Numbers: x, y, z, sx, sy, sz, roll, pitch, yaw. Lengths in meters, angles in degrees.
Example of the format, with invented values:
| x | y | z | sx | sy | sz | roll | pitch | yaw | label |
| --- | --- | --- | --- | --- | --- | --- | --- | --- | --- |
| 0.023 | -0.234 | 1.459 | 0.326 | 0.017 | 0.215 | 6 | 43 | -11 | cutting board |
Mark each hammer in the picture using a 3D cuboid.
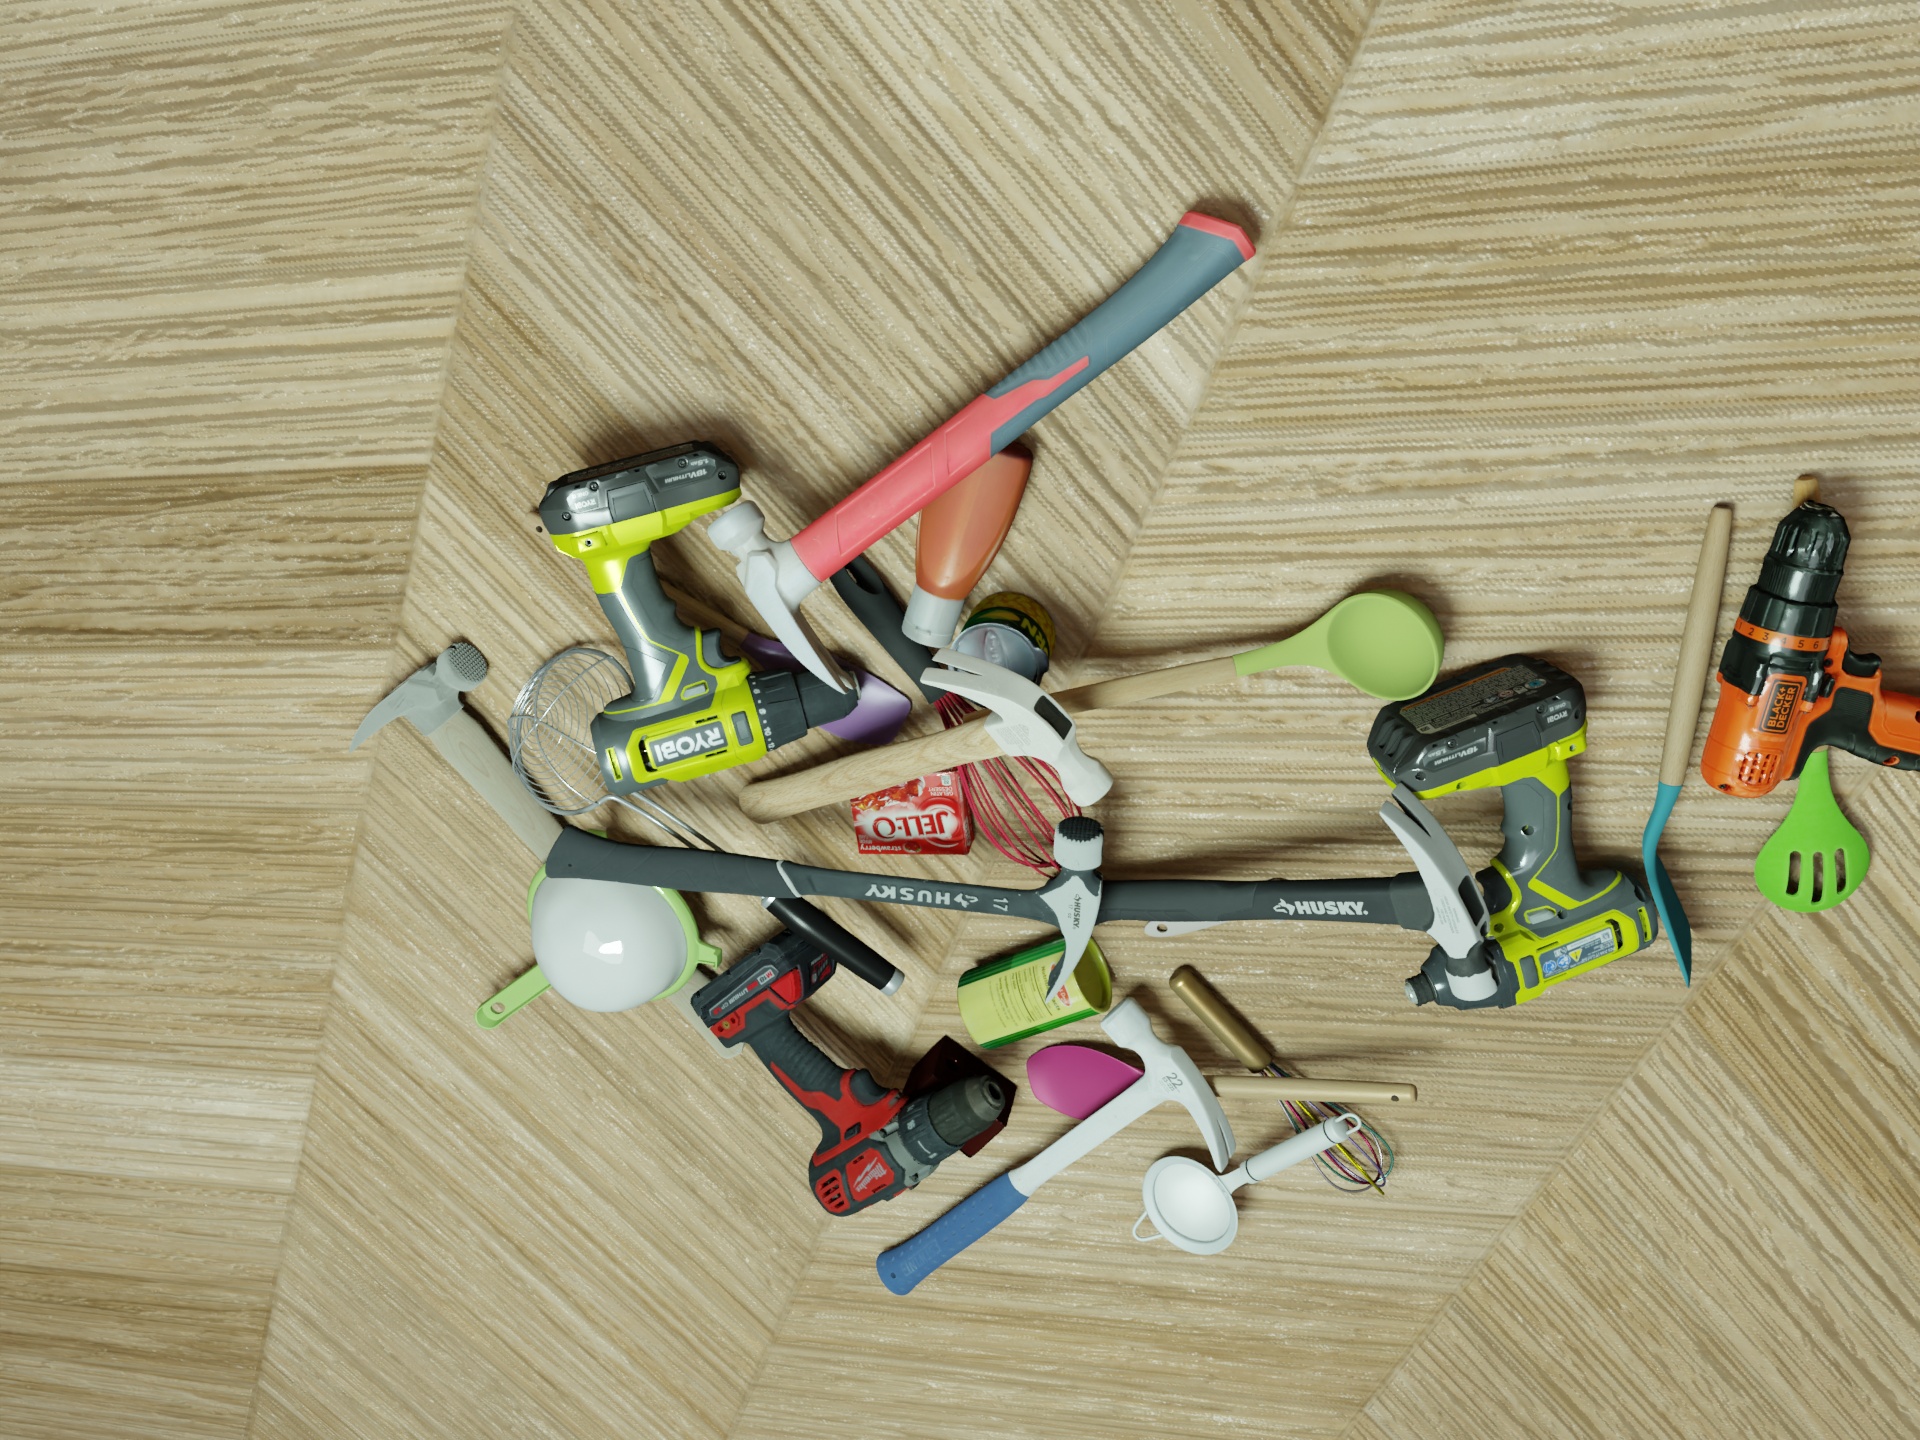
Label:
| x | y | z | sx | sy | sz | roll | pitch | yaw | label |
| --- | --- | --- | --- | --- | --- | --- | --- | --- | --- |
| 0.195 | 0.120 | 1.102 | 0.335 | 0.035 | 0.146 | -6 | 115 | 42 | hammer |
| 0.060 | 0.384 | 1.317 | 0.144 | 0.035 | 0.405 | 48 | 125 | 6 | hammer |
| -0.051 | 0.030 | 1.119 | 0.331 | 0.031 | 0.130 | -17 | 122 | 45 | hammer |
| 0.027 | -0.175 | 1.008 | 0.386 | 0.038 | 0.143 | -35 | 94 | 15 | hammer |
| -0.103 | 0.120 | 1.153 | 0.409 | 0.036 | 0.149 | 5 | 121 | 7 | hammer |
| -0.322 | 0.128 | 1.308 | 0.146 | 0.038 | 0.410 | -31 | 106 | 28 | hammer |

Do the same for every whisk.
| x | y | z | sx | sy | sz | roll | pitch | yaw | label |
| --- | --- | --- | --- | --- | --- | --- | --- | --- | --- |
| -0.002 | -0.004 | 1.144 | 0.073 | 0.073 | 0.295 | -33 | 100 | 27 | whisk |
| 0.251 | 0.282 | 1.236 | 0.245 | 0.047 | 0.051 | 46 | 120 | -8 | whisk |

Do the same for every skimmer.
| x | y | z | sx | sy | sz | roll | pitch | yaw | label |
| --- | --- | --- | --- | --- | --- | --- | --- | --- | --- |
| -0.189 | 0.086 | 1.221 | 0.363 | 0.090 | 0.127 | 37 | 105 | -10 | skimmer |

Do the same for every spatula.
| x | y | z | sx | sy | sz | roll | pitch | yaw | label |
| --- | --- | --- | --- | --- | --- | --- | --- | --- | --- |
| -0.183 | -0.070 | 1.178 | 0.316 | 0.018 | 0.059 | 30 | 116 | -3 | spatula |
| 0.478 | 0.017 | 1.033 | 0.044 | 0.082 | 0.317 | 9 | 114 | 23 | spatula |

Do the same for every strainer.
| x | y | z | sx | sy | sz | roll | pitch | yaw | label |
| --- | --- | --- | --- | --- | --- | --- | --- | --- | --- |
| -0.327 | 0.207 | 1.293 | 0.256 | 0.069 | 0.151 | -35 | 105 | 29 | strainer |
| 0.227 | 0.358 | 1.257 | 0.087 | 0.050 | 0.258 | 54 | 134 | 9 | strainer |

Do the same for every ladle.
| x | y | z | sx | sy | sz | roll | pitch | yaw | label |
| --- | --- | --- | --- | --- | --- | --- | --- | --- | --- |
| 0.157 | -0.025 | 1.057 | 0.320 | 0.062 | 0.078 | -12 | 116 | 7 | ladle |

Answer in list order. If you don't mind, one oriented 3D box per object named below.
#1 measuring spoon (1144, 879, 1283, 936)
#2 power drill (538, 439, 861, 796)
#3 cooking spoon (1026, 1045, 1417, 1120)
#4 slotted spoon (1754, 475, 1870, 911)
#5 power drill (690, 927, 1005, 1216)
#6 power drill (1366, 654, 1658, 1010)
| x | y | z | sx | sy | sz | roll | pitch | yaw | label |
| --- | --- | --- | --- | --- | --- | --- | --- | --- | --- |
| 0.195 | 0.148 | 1.193 | 0.124 | 0.018 | 0.034 | -17 | 112 | 23 | measuring spoon |
| -0.183 | -0.074 | 1.115 | 0.190 | 0.080 | 0.228 | -16 | 108 | -8 | power drill |
| 0.194 | 0.283 | 1.232 | 0.319 | 0.017 | 0.068 | -5 | 106 | 31 | cooking spoon |
| 0.543 | -0.005 | 1.017 | 0.070 | 0.031 | 0.313 | -7 | 114 | 16 | slotted spoon |
| -0.086 | 0.267 | 1.259 | 0.188 | 0.080 | 0.227 | -36 | 87 | 27 | power drill |
| 0.359 | 0.085 | 1.061 | 0.171 | 0.080 | 0.223 | -22 | 111 | 0 | power drill |
